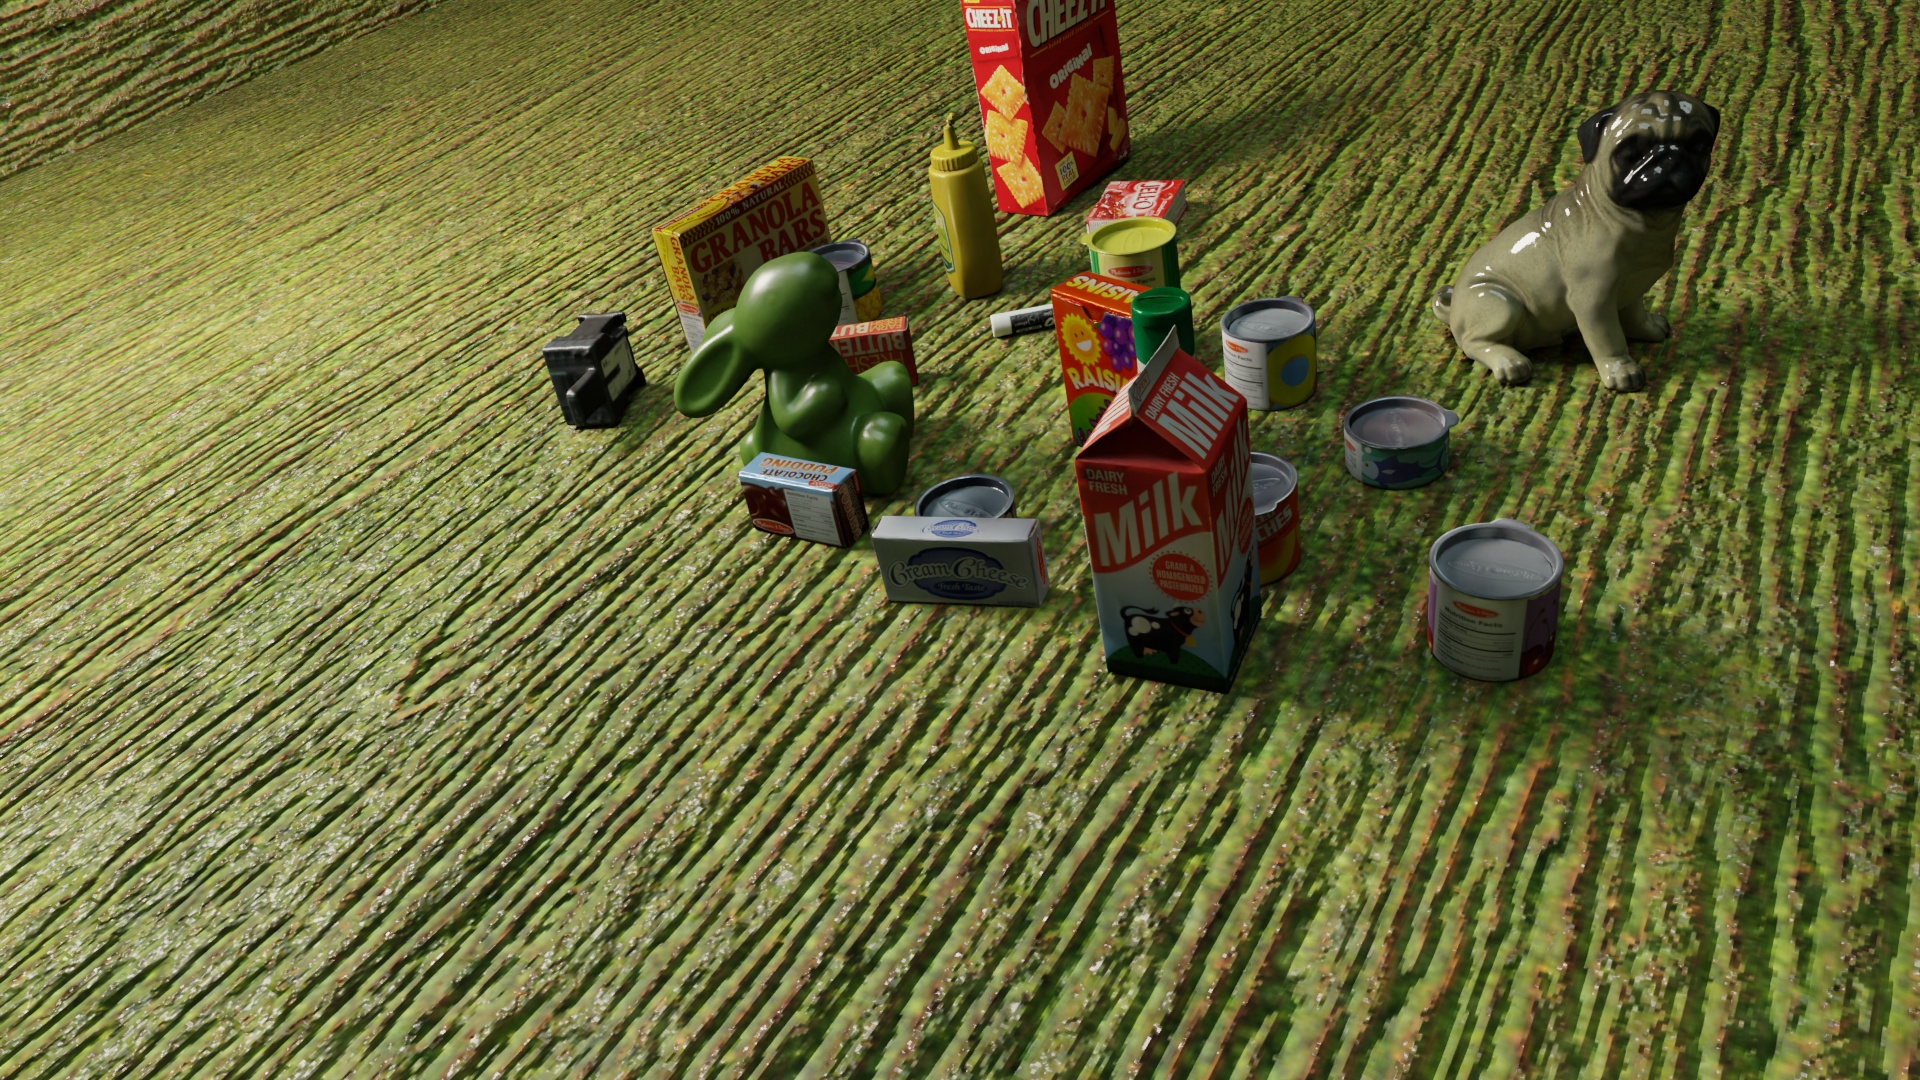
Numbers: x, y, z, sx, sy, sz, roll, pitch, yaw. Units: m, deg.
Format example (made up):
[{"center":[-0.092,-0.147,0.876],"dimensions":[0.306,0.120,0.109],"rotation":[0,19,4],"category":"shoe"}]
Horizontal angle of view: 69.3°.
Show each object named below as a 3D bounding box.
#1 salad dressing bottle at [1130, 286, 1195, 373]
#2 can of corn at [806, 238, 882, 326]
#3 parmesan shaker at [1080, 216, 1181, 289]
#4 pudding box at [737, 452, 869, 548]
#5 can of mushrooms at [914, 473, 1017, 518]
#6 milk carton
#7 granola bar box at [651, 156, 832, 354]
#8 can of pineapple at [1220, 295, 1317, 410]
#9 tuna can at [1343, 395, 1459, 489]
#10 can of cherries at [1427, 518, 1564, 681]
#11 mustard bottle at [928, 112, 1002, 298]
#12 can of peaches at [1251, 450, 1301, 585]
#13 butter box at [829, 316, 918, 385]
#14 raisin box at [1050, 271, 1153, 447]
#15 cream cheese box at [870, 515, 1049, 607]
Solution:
[{"center":[0.132,-0.086,0.877],"dimensions":[0.064,0.147,0.044],"rotation":[2,37,20],"category":"salad dressing bottle"},{"center":[-0.105,-0.225,1.225],"dimensions":[0.071,0.058,0.071],"rotation":[-8,34,6],"category":"can of corn"},{"center":[0.133,-0.186,1.059],"dimensions":[0.071,0.102,0.072],"rotation":[-8,34,6],"category":"parmesan shaker"},{"center":[-0.108,-0.028,0.951],"dimensions":[0.084,0.049,0.030],"rotation":[11,40,29],"category":"pudding box"},{"center":[0.003,-0.011,0.909],"dimensions":[0.071,0.033,0.071],"rotation":[-8,34,6],"category":"can of mushrooms"},{"center":[0.113,-0.016,0.744],"dimensions":[0.073,0.189,0.073],"rotation":[8,39,26],"category":"milk carton"},{"center":[-0.185,-0.249,1.225],"dimensions":[0.039,0.123,0.166],"rotation":[17,43,35],"category":"granola bar box"},{"center":[0.224,-0.135,0.999],"dimensions":[0.071,0.057,0.071],"rotation":[-8,34,6],"category":"can of pineapple"},{"center":[0.286,-0.064,0.901],"dimensions":[0.071,0.032,0.071],"rotation":[-8,34,6],"category":"tuna can"},{"center":[0.286,0.031,0.742],"dimensions":[0.071,0.058,0.072],"rotation":[-8,34,6],"category":"can of cherries"},{"center":[0.001,-0.291,1.198],"dimensions":[0.049,0.159,0.065],"rotation":[-17,35,-7],"category":"mustard bottle"},{"center":[0.172,-0.012,0.838],"dimensions":[0.071,0.057,0.071],"rotation":[-8,34,6],"category":"can of peaches"},{"center":[-0.088,-0.145,1.110],"dimensions":[0.103,0.053,0.024],"rotation":[-7,34,7],"category":"butter box"},{"center":[0.110,-0.113,0.944],"dimensions":[0.040,0.122,0.086],"rotation":[-33,40,-28],"category":"raisin box"},{"center":[0.000,0.013,0.857],"dimensions":[0.104,0.053,0.024],"rotation":[2,36,19],"category":"cream cheese box"}]
